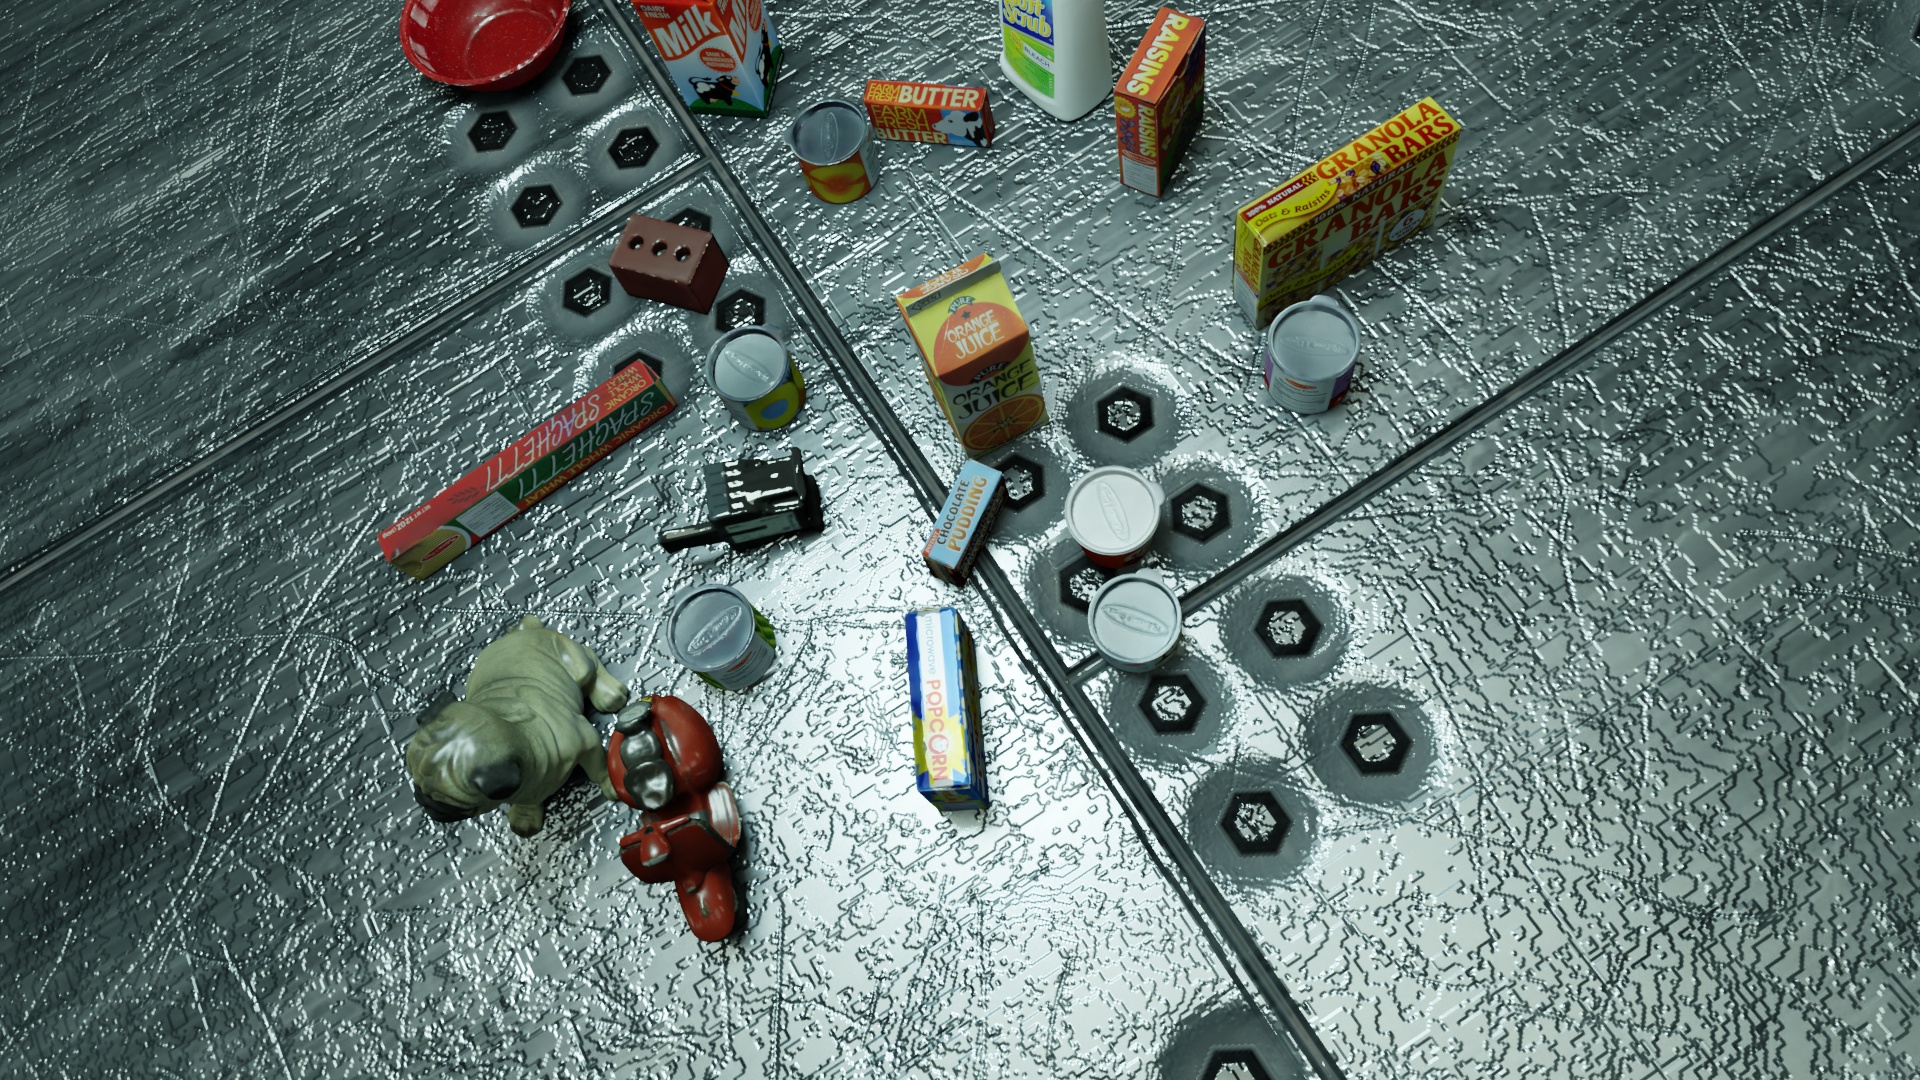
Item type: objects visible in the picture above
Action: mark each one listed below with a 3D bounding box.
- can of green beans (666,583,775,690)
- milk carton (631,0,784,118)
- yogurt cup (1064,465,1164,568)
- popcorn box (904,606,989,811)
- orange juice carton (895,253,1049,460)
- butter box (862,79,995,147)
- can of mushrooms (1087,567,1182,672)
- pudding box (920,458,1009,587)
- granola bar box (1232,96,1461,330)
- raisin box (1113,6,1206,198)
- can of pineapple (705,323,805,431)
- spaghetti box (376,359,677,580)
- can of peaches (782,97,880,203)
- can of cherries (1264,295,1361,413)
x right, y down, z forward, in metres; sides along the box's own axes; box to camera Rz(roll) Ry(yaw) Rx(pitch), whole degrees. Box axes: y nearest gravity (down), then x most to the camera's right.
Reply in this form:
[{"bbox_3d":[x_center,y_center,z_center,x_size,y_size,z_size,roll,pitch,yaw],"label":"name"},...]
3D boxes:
[{"bbox_3d":[-0.175,0.072,1.020,0.071,0.057,0.071,-3,69,8],"label":"can of green beans"},{"bbox_3d":[-0.212,-0.436,1.146,0.073,0.190,0.072,7,71,12],"label":"milk carton"},{"bbox_3d":[0.112,-0.014,1.008,0.072,0.053,0.072,-3,69,8],"label":"yogurt cup"},{"bbox_3d":[-0.009,0.118,0.961,0.038,0.085,0.127,-8,69,7],"label":"popcorn box"},{"bbox_3d":[0.009,-0.137,0.997,0.072,0.192,0.073,-27,68,-1],"label":"orange juice carton"},{"bbox_3d":[-0.026,-0.357,1.161,0.103,0.053,0.024,8,72,12],"label":"butter box"},{"bbox_3d":[0.126,0.057,0.990,0.071,0.033,0.071,-3,69,8],"label":"can of mushrooms"},{"bbox_3d":[0.004,-0.013,1.028,0.030,0.049,0.084,22,75,16],"label":"pudding box"},{"bbox_3d":[0.281,-0.240,1.029,0.166,0.124,0.039,-31,68,-3],"label":"granola bar box"},{"bbox_3d":[0.157,-0.340,1.087,0.040,0.123,0.086,26,76,17],"label":"raisin box"},{"bbox_3d":[-0.159,-0.128,1.093,0.071,0.057,0.071,-3,69,8],"label":"can of pineapple"},{"bbox_3d":[-0.339,-0.056,1.099,0.250,0.050,0.029,-35,68,-5],"label":"spaghetti box"},{"bbox_3d":[-0.106,-0.324,1.158,0.071,0.058,0.071,-3,69,8],"label":"can of peaches"},{"bbox_3d":[0.261,-0.137,1.029,0.071,0.058,0.072,-3,69,8],"label":"can of cherries"}]
